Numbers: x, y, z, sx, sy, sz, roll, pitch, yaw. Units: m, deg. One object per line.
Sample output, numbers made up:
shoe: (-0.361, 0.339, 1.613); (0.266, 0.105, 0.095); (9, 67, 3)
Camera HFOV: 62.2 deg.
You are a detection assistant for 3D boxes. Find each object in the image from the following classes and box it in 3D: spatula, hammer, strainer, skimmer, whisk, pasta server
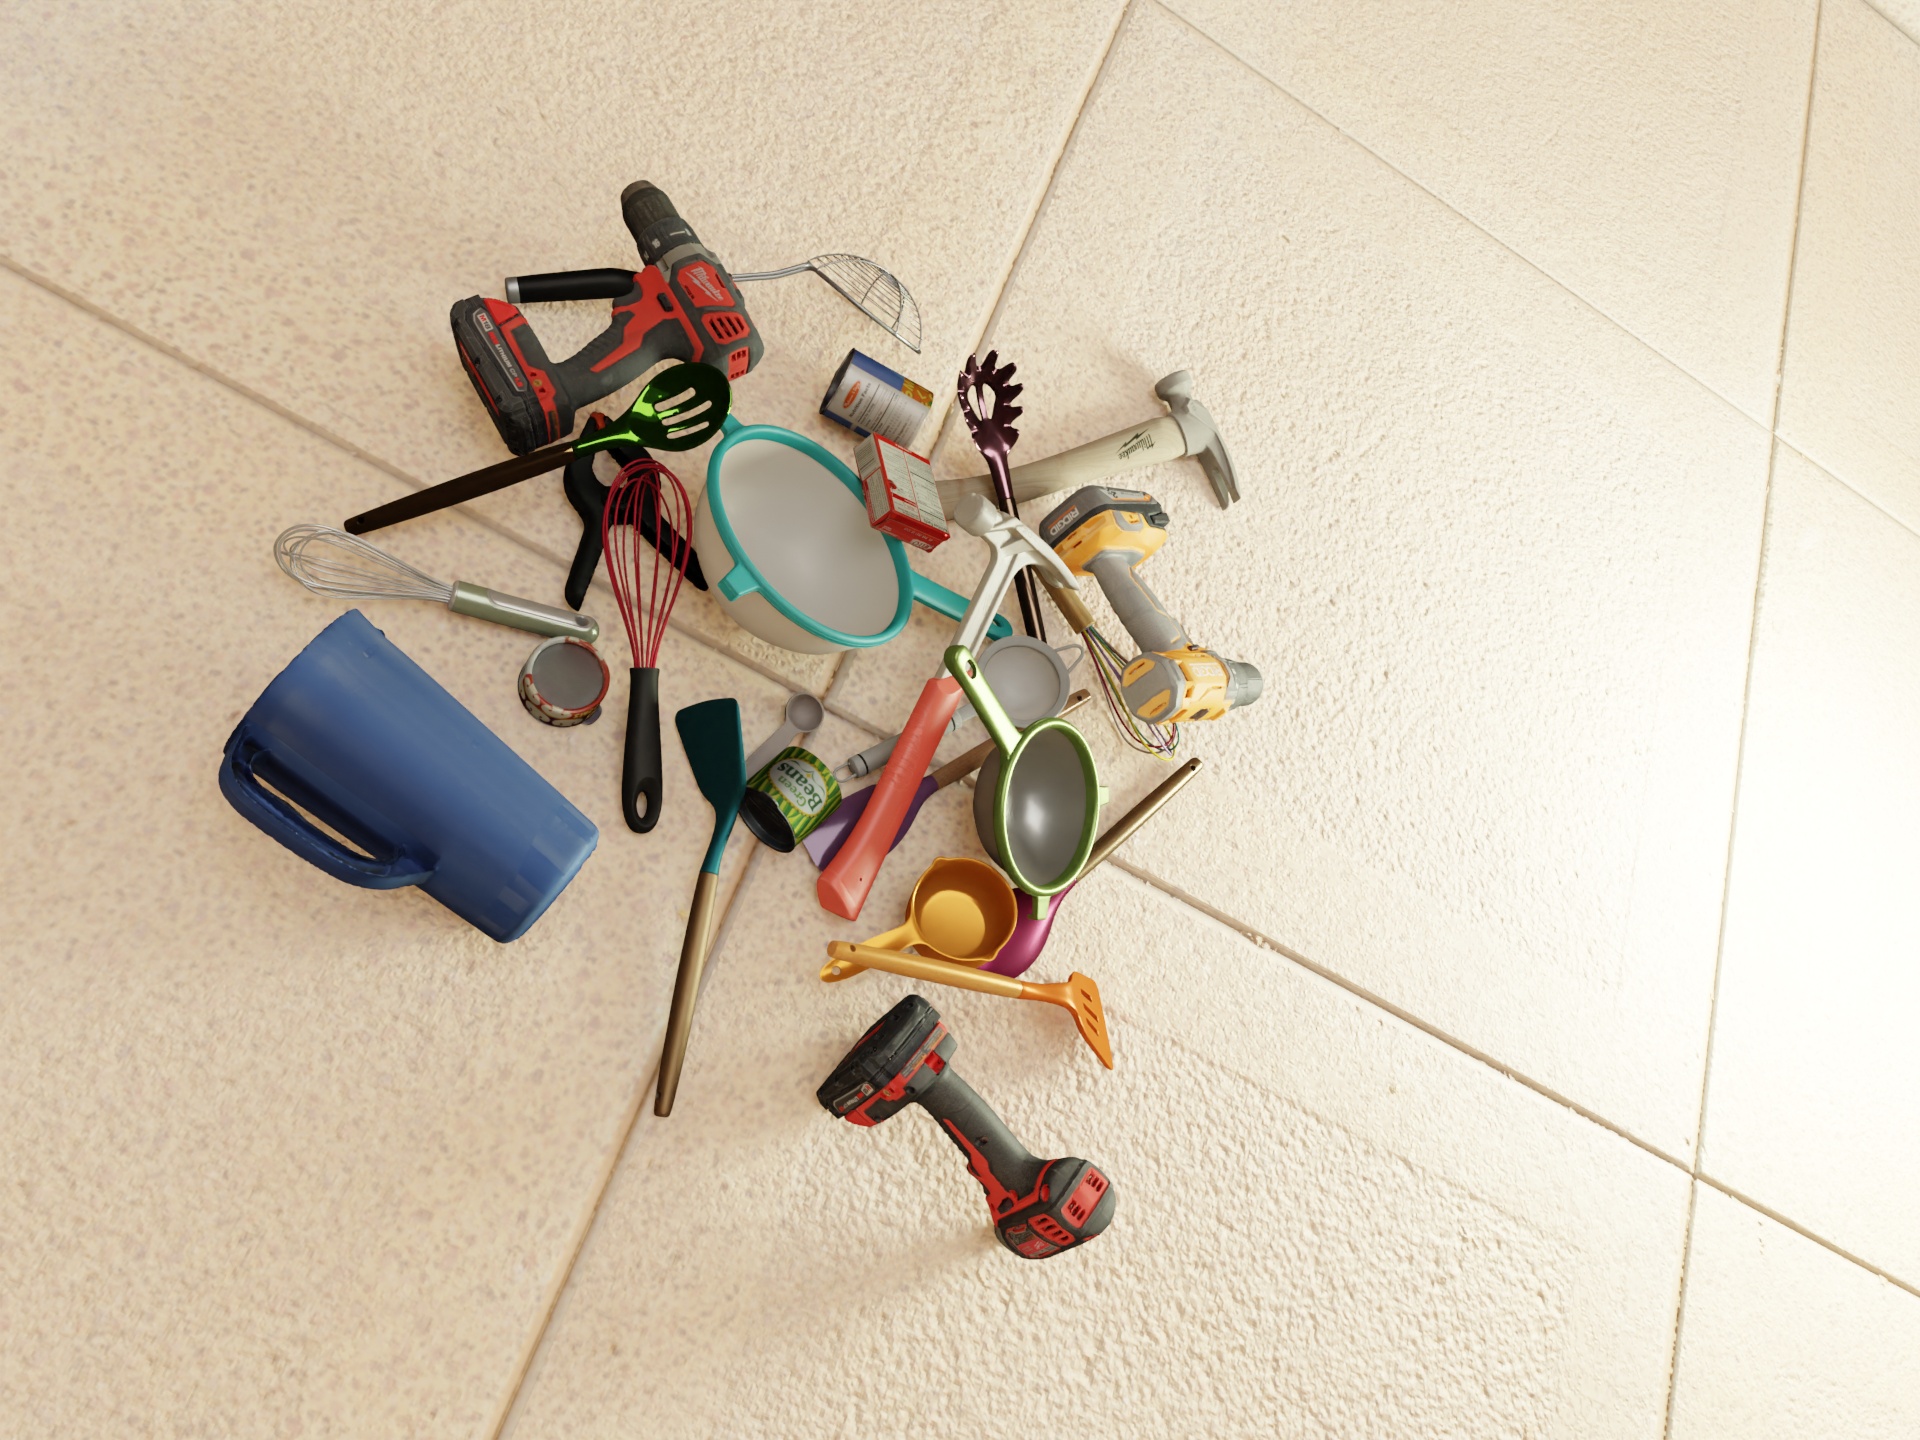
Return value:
spatula: (-0.003, 0.044, 1.371); (0.316, 0.018, 0.060); (-30, 89, -30)
spatula: (0.020, 0.210, 1.241); (0.322, 0.041, 0.081); (20, 48, -39)
hammer: (0.091, -0.226, 1.510); (0.410, 0.038, 0.146); (-20, 82, -30)
strainer: (-0.101, -0.113, 1.351); (0.340, 0.095, 0.211); (23, 45, -40)
skimmer: (-0.210, -0.358, 1.401); (0.363, 0.127, 0.090); (-8, 118, -17)
whisk: (-0.246, -0.060, 1.245); (0.073, 0.073, 0.296); (2, 86, -25)
whisk: (0.127, -0.067, 1.464); (0.047, 0.051, 0.245); (-30, 83, -26)
pasta server: (0.049, -0.174, 1.435); (0.060, 0.040, 0.316); (-12, 89, -16)
whisk: (-0.396, -0.099, 1.219); (0.246, 0.059, 0.058); (15, 38, -25)
hammer: (-0.019, 0.000, 1.317); (0.149, 0.037, 0.359); (36, 74, -44)
spatula: (-0.207, 0.140, 1.218); (0.044, 0.082, 0.318); (25, 65, -41)
strainer: (-0.002, -0.004, 1.379); (0.258, 0.050, 0.087); (-26, 78, -26)
strainer: (0.029, 0.035, 1.317); (0.151, 0.069, 0.256); (-58, 133, -33)

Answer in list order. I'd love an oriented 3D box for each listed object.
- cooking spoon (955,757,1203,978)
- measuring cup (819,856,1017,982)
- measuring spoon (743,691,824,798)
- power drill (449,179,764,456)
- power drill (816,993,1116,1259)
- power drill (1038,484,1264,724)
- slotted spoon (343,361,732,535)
cooking spoon: (0.113, 0.123, 1.398); (0.319, 0.017, 0.069); (-38, 90, -31)
measuring cup: (-0.038, 0.177, 1.287); (0.173, 0.052, 0.095); (-23, 72, -19)
measuring spoon: (-0.158, 0.026, 1.308); (0.034, 0.018, 0.124); (45, 65, -12)
power drill: (-0.296, -0.333, 1.297); (0.226, 0.080, 0.188); (-27, 78, -17)
power drill: (0.004, 0.320, 1.207); (0.219, 0.143, 0.078); (42, 54, 1)
power drill: (0.184, -0.100, 1.457); (0.185, 0.084, 0.226); (-3, 62, -50)
slotted spoon: (-0.326, -0.203, 1.236); (0.313, 0.031, 0.070); (-21, 79, -6)
